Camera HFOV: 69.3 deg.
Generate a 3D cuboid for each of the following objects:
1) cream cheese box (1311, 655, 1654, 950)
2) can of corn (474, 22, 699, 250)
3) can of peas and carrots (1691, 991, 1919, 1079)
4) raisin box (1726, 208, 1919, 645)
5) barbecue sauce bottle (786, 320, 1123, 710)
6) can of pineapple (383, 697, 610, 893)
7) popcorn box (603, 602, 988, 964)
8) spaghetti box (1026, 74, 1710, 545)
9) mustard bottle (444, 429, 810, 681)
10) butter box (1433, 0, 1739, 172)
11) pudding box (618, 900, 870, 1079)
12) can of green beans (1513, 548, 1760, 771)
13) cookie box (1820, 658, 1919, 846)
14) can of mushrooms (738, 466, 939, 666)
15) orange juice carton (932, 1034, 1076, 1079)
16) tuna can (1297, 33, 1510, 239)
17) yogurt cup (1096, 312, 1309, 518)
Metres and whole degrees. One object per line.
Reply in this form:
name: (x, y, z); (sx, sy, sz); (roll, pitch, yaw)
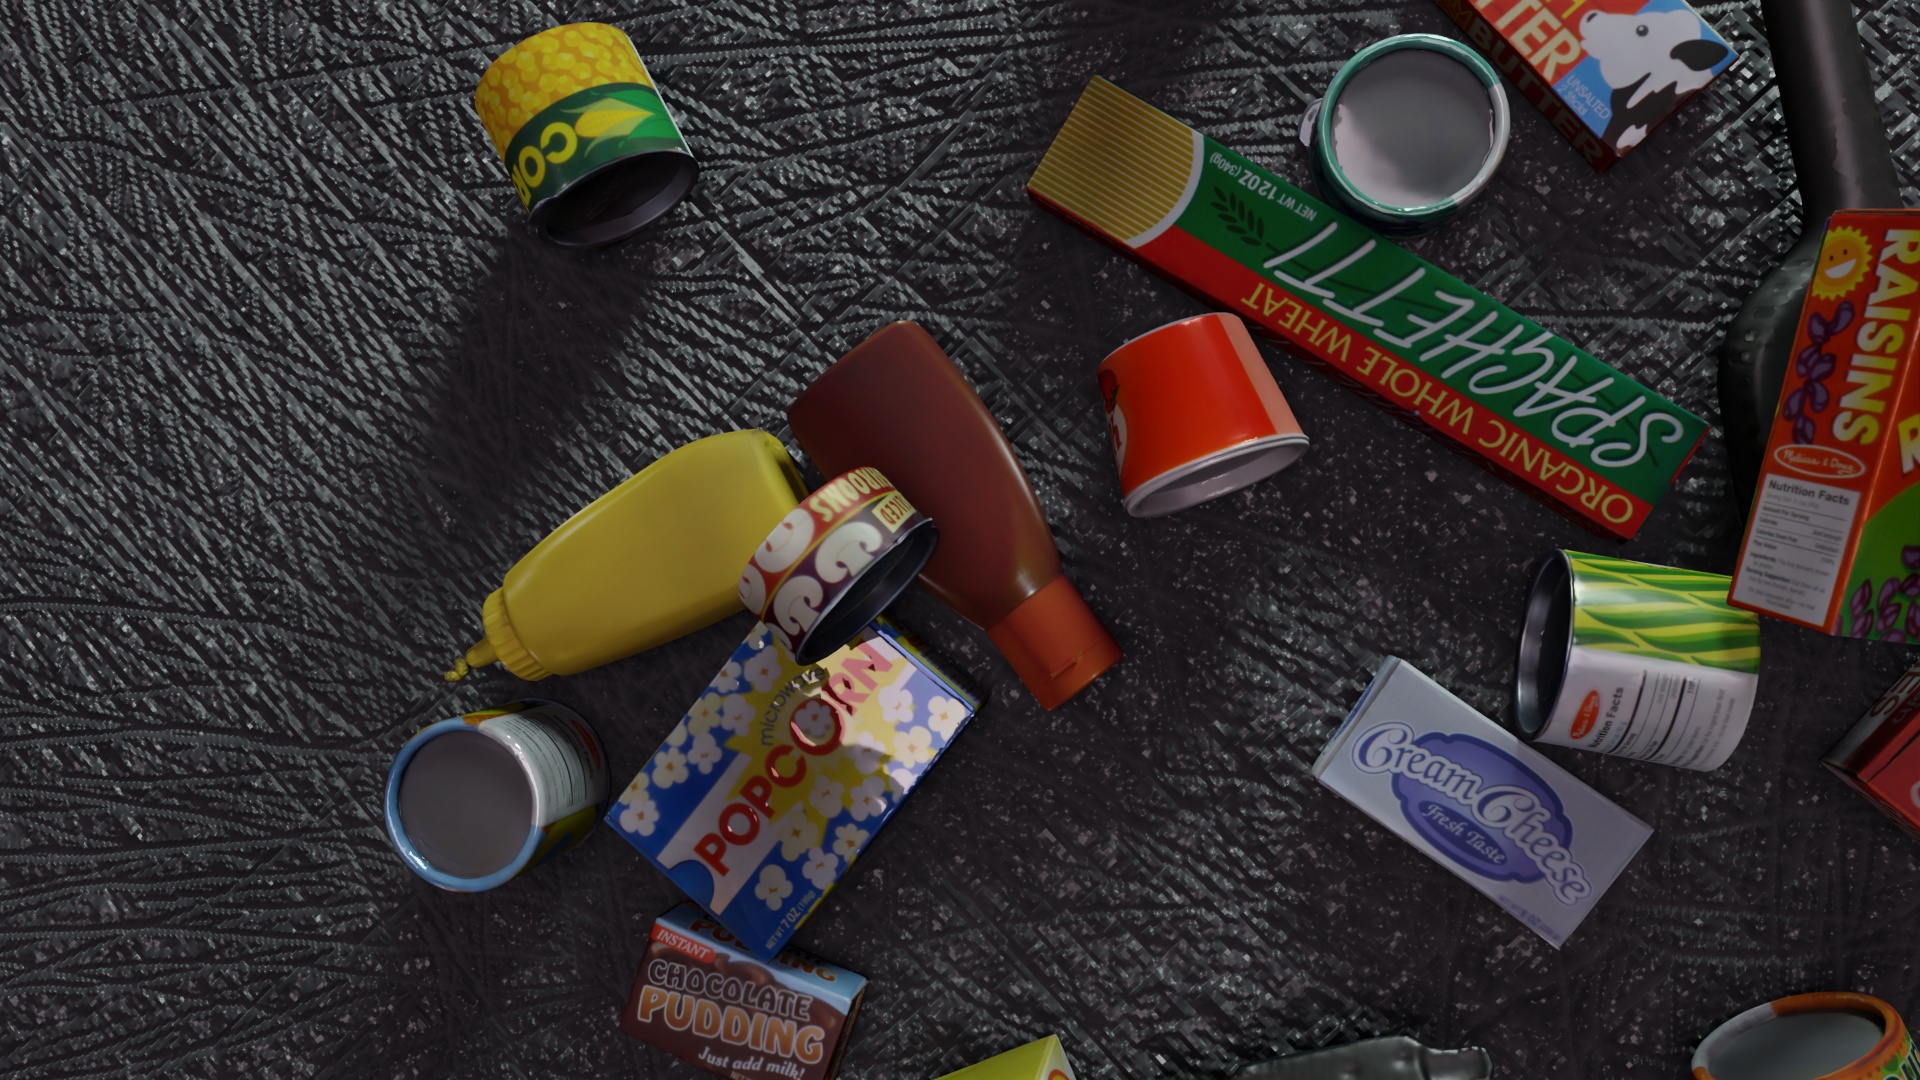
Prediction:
cream cheese box: (0.182, 0.091, 0.492); (0.104, 0.024, 0.053); (35, 95, 9)
can of corn: (-0.144, -0.153, 0.529); (0.071, 0.071, 0.058); (-29, 84, 9)
can of peas and carrots: (0.285, 0.188, 0.450); (0.071, 0.071, 0.059); (-27, 85, 9)
raisin box: (0.291, -0.031, 0.419); (0.086, 0.040, 0.123); (6, 100, -21)
barbecue sauce bottle: (0.002, -0.006, 0.516); (0.065, 0.044, 0.148); (-38, 84, 11)
can of pineapple: (-0.180, 0.099, 0.540); (0.071, 0.058, 0.071); (0, 90, 10)
popcorn box: (-0.061, 0.082, 0.529); (0.085, 0.038, 0.126); (39, 96, 7)
spaghetti box: (0.141, -0.084, 0.499); (0.250, 0.029, 0.050); (33, 96, 9)
mustard bottle: (-0.133, 0.015, 0.537); (0.160, 0.049, 0.065); (-27, 85, 10)
butter box: (0.214, -0.185, 0.489); (0.053, 0.024, 0.103); (-42, 83, 7)
pudding box: (-0.083, 0.179, 0.536); (0.084, 0.030, 0.049); (21, 93, 9)
can of green beans: (0.224, 0.040, 0.464); (0.058, 0.071, 0.071); (9, 92, 9)
cookie box: (0.394, 0.085, 0.446); (0.167, 0.040, 0.123); (42, 97, 8)
can of mushrooms: (-0.040, 0.007, 0.475); (0.033, 0.071, 0.071); (45, 97, 12)
orange juice carton: (0.036, 0.287, 0.493); (0.072, 0.073, 0.192); (-24, 86, 9)
tuna can: (0.156, -0.144, 0.494); (0.071, 0.033, 0.071); (0, 90, 10)
yogurt cup: (0.082, -0.045, 0.492); (0.072, 0.072, 0.054); (-20, 79, 10)
